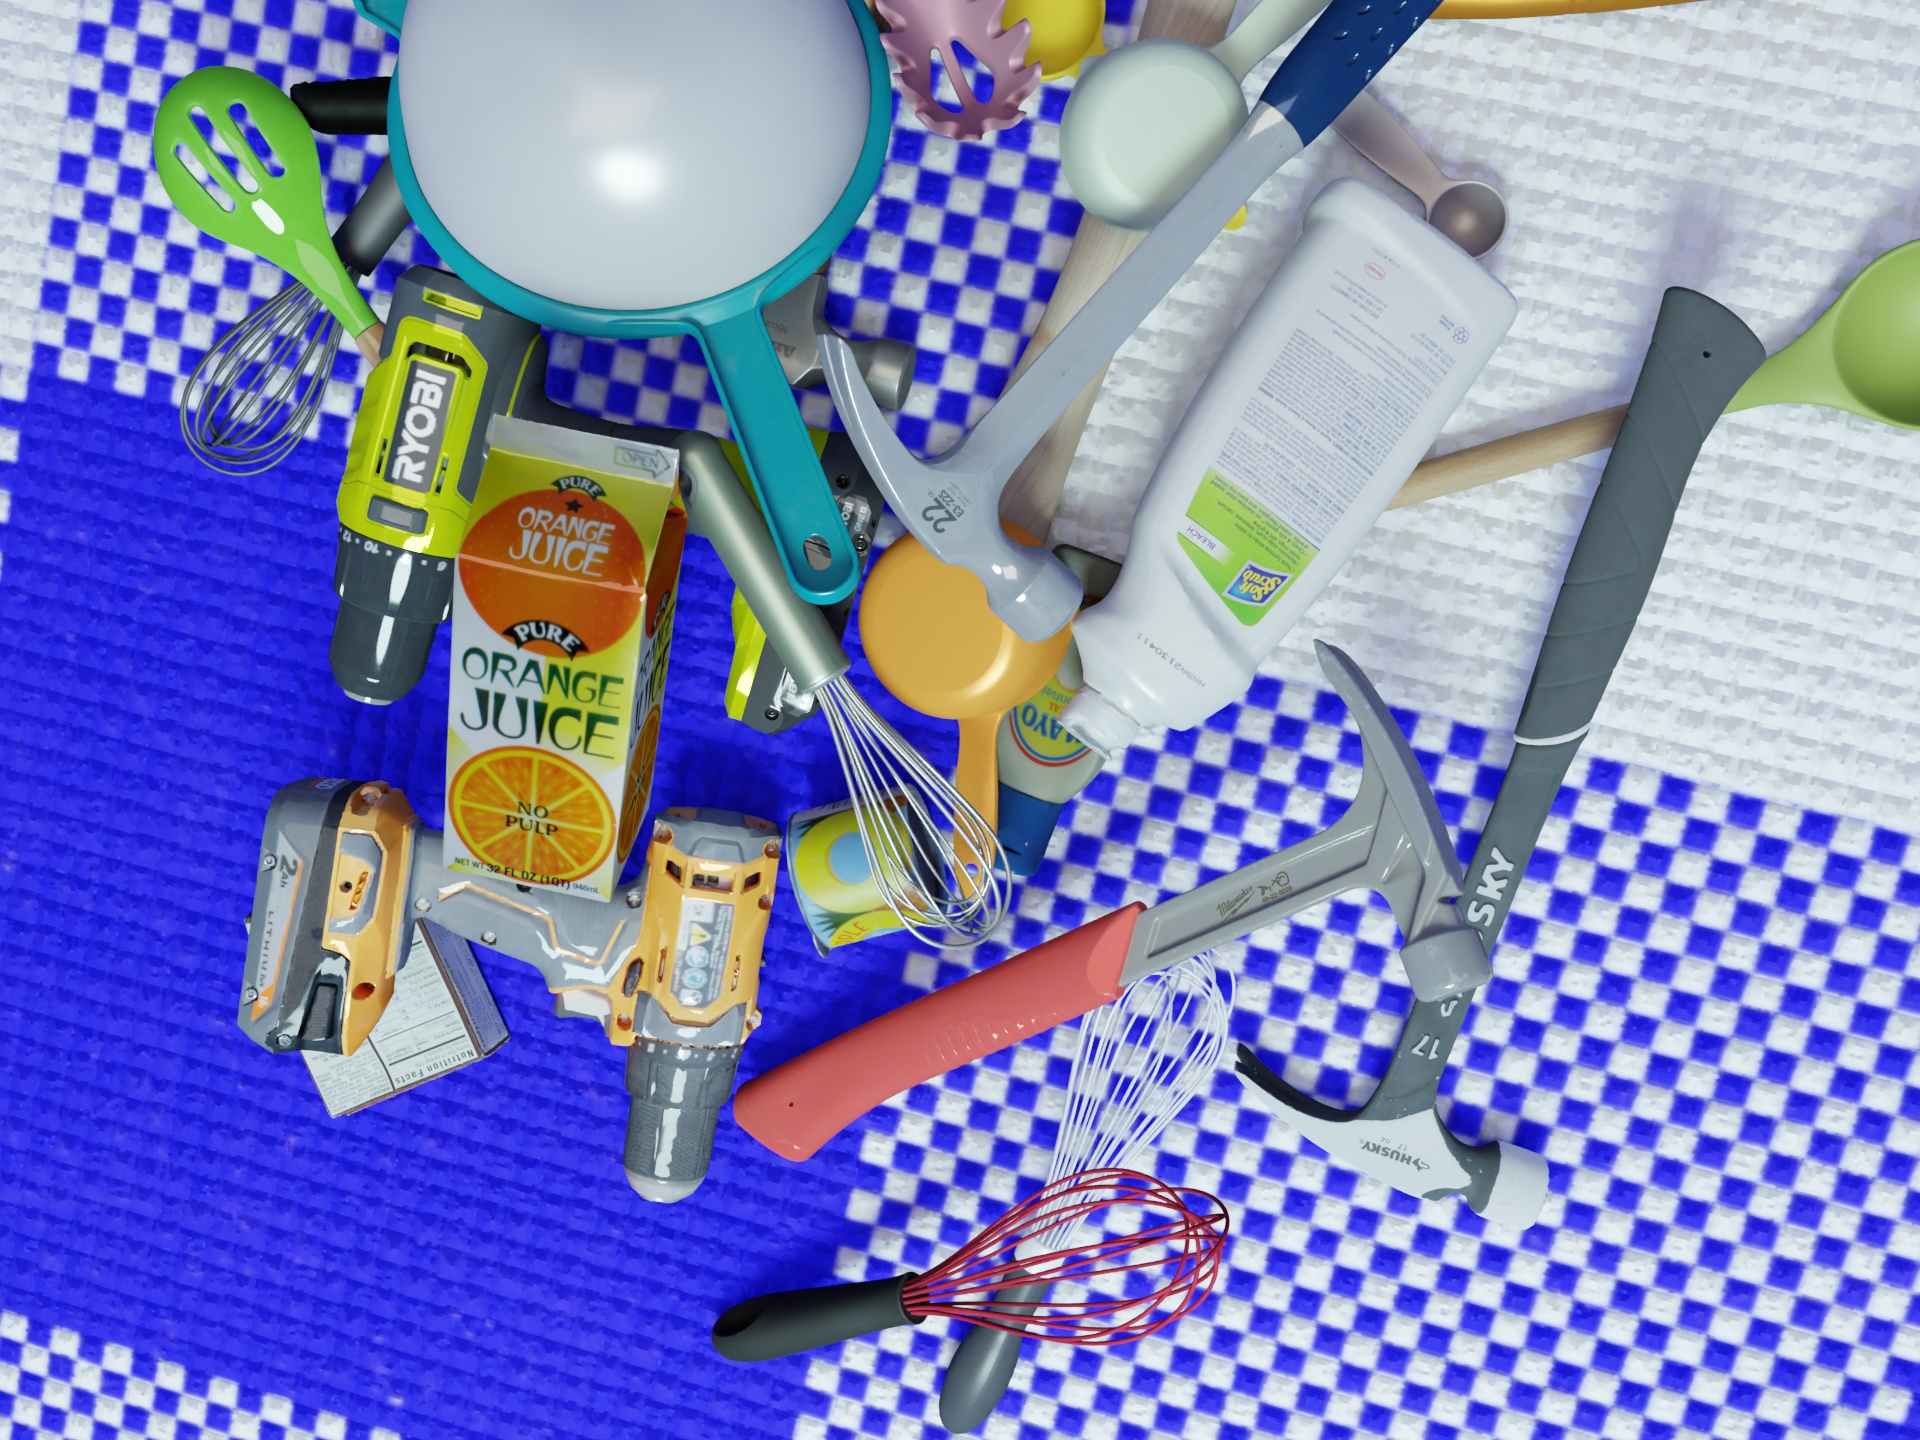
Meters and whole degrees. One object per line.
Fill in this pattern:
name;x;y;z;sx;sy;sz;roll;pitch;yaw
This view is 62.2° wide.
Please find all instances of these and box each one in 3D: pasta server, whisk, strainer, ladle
pasta server;-0.048;-0.386;0.665;0.060;0.040;0.316;-23;91;-2
whisk;-0.006;0.260;0.725;0.296;0.073;0.073;-24;93;31
strainer;-0.111;-0.209;0.613;0.211;0.095;0.340;-21;77;-5
ladle;0.281;-0.126;0.674;0.320;0.062;0.078;-15;93;12
whisk;-0.051;-0.012;0.663;0.059;0.058;0.246;-34;98;-28
whisk;0.052;0.224;0.749;0.070;0.070;0.284;25;104;4
whisk;-0.284;-0.215;0.747;0.055;0.055;0.239;39;96;2

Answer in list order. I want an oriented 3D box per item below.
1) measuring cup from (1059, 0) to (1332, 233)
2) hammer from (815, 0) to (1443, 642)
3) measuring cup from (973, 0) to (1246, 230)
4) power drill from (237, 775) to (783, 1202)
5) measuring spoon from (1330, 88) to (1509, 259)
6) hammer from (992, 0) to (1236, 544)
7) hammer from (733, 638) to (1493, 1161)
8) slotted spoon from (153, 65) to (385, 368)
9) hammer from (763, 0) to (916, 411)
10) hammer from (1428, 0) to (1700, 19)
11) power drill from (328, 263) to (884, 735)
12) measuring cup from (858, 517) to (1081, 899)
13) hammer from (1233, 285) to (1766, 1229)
measuring cup;0.113;-0.266;0.635;0.167;0.038;0.083;-42;105;11
hammer;0.113;-0.225;0.611;0.144;0.035;0.405;42;89;-24
measuring cup;0.069;-0.276;0.705;0.156;0.029;0.062;43;101;-11
power drill;-0.204;0.122;0.736;0.226;0.084;0.185;8;93;-11
measuring spoon;0.189;-0.247;0.695;0.034;0.018;0.124;-45;83;12
hammer;0.093;-0.257;0.677;0.146;0.038;0.410;17;105;-7
hammer;0.040;0.106;0.701;0.359;0.036;0.149;-28;69;26
slotted spoon;-0.252;-0.158;0.728;0.070;0.031;0.313;-36;104;2
hammer;-0.048;-0.315;0.708;0.130;0.031;0.331;16;98;5
hammer;0.343;-0.308;0.653;0.337;0.034;0.127;0;96;8
power drill;-0.161;-0.076;0.707;0.228;0.080;0.190;17;101;-6
measuring cup;-0.001;-0.002;0.692;0.095;0.052;0.173;4;97;21
hammer;0.242;0.021;0.684;0.149;0.036;0.409;18;106;7
